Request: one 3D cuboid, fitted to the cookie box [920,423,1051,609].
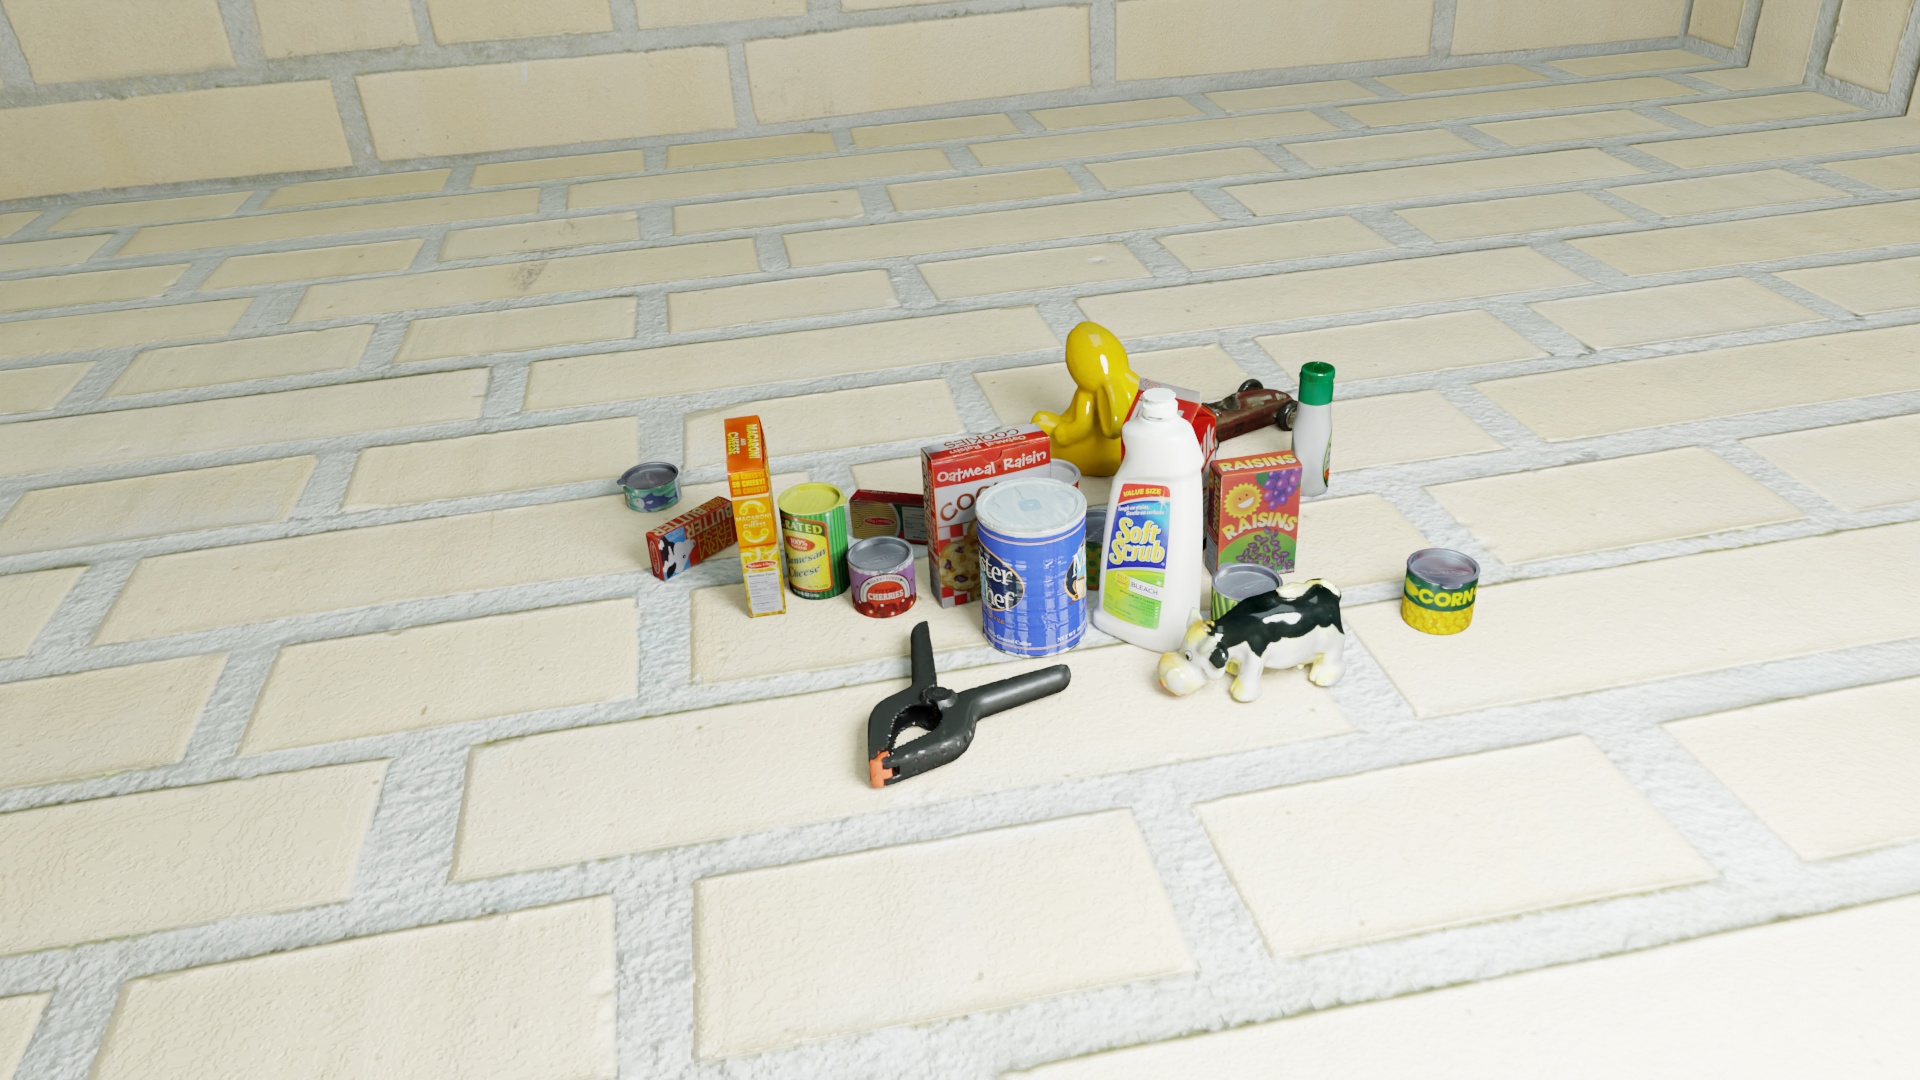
[{"bbox_3d":[0.029,-0.024,1.371,0.123,0.166,0.040,-13,32,-16],"label":"cookie box"}]

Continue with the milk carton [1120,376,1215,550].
[{"bbox_3d":[0.211,-0.072,1.412,0.072,0.189,0.074,18,36,32],"label":"milk carton"}]

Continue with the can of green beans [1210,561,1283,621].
[{"bbox_3d":[0.269,0.063,1.309,0.071,0.057,0.071,-3,31,2],"label":"can of green beans"}]

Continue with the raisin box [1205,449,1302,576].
[{"bbox_3d":[0.293,-0.024,1.389,0.086,0.122,0.040,-7,31,-6],"label":"raisin box"}]

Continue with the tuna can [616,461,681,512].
[{"bbox_3d":[-0.359,-0.061,1.605,0.071,0.032,0.071,-3,31,2],"label":"tuna can"}]

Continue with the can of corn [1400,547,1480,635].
[{"bbox_3d":[0.453,0.050,1.312,0.071,0.058,0.071,-3,31,2],"label":"can of corn"}]

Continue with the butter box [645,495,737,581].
[{"bbox_3d":[-0.285,-0.003,1.480,0.024,0.052,0.104,21,39,36],"label":"butter box"}]

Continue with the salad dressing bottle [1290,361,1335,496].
[{"bbox_3d":[0.386,-0.122,1.520,0.044,0.147,0.064,5,32,15],"label":"salad dressing bottle"}]

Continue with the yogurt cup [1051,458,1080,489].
[{"bbox_3d":[0.098,-0.051,1.521,0.072,0.053,0.073,-3,31,2],"label":"yogurt cup"}]

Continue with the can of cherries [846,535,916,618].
[{"bbox_3d":[-0.078,0.038,1.385,0.071,0.058,0.072,-3,31,2],"label":"can of cherries"}]

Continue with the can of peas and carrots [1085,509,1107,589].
[{"bbox_3d":[0.140,0.010,1.410,0.071,0.058,0.071,-3,31,2],"label":"can of peas and carrots"}]

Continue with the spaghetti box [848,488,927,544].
[{"bbox_3d":[0.005,-0.019,1.479,0.250,0.050,0.029,5,31,14],"label":"spaghetti box"}]

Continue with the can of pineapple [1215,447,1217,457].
[{"bbox_3d":[0.250,-0.070,1.535,0.071,0.057,0.071,-3,31,2],"label":"can of pineapple"}]

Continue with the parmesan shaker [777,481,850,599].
[{"bbox_3d":[-0.144,0.002,1.409,0.071,0.102,0.071,-3,30,2],"label":"parmesan shaker"}]

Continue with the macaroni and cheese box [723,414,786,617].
[{"bbox_3d":[-0.206,-0.026,1.400,0.040,0.165,0.124,-8,31,-7],"label":"macaroni and cheese box"}]
